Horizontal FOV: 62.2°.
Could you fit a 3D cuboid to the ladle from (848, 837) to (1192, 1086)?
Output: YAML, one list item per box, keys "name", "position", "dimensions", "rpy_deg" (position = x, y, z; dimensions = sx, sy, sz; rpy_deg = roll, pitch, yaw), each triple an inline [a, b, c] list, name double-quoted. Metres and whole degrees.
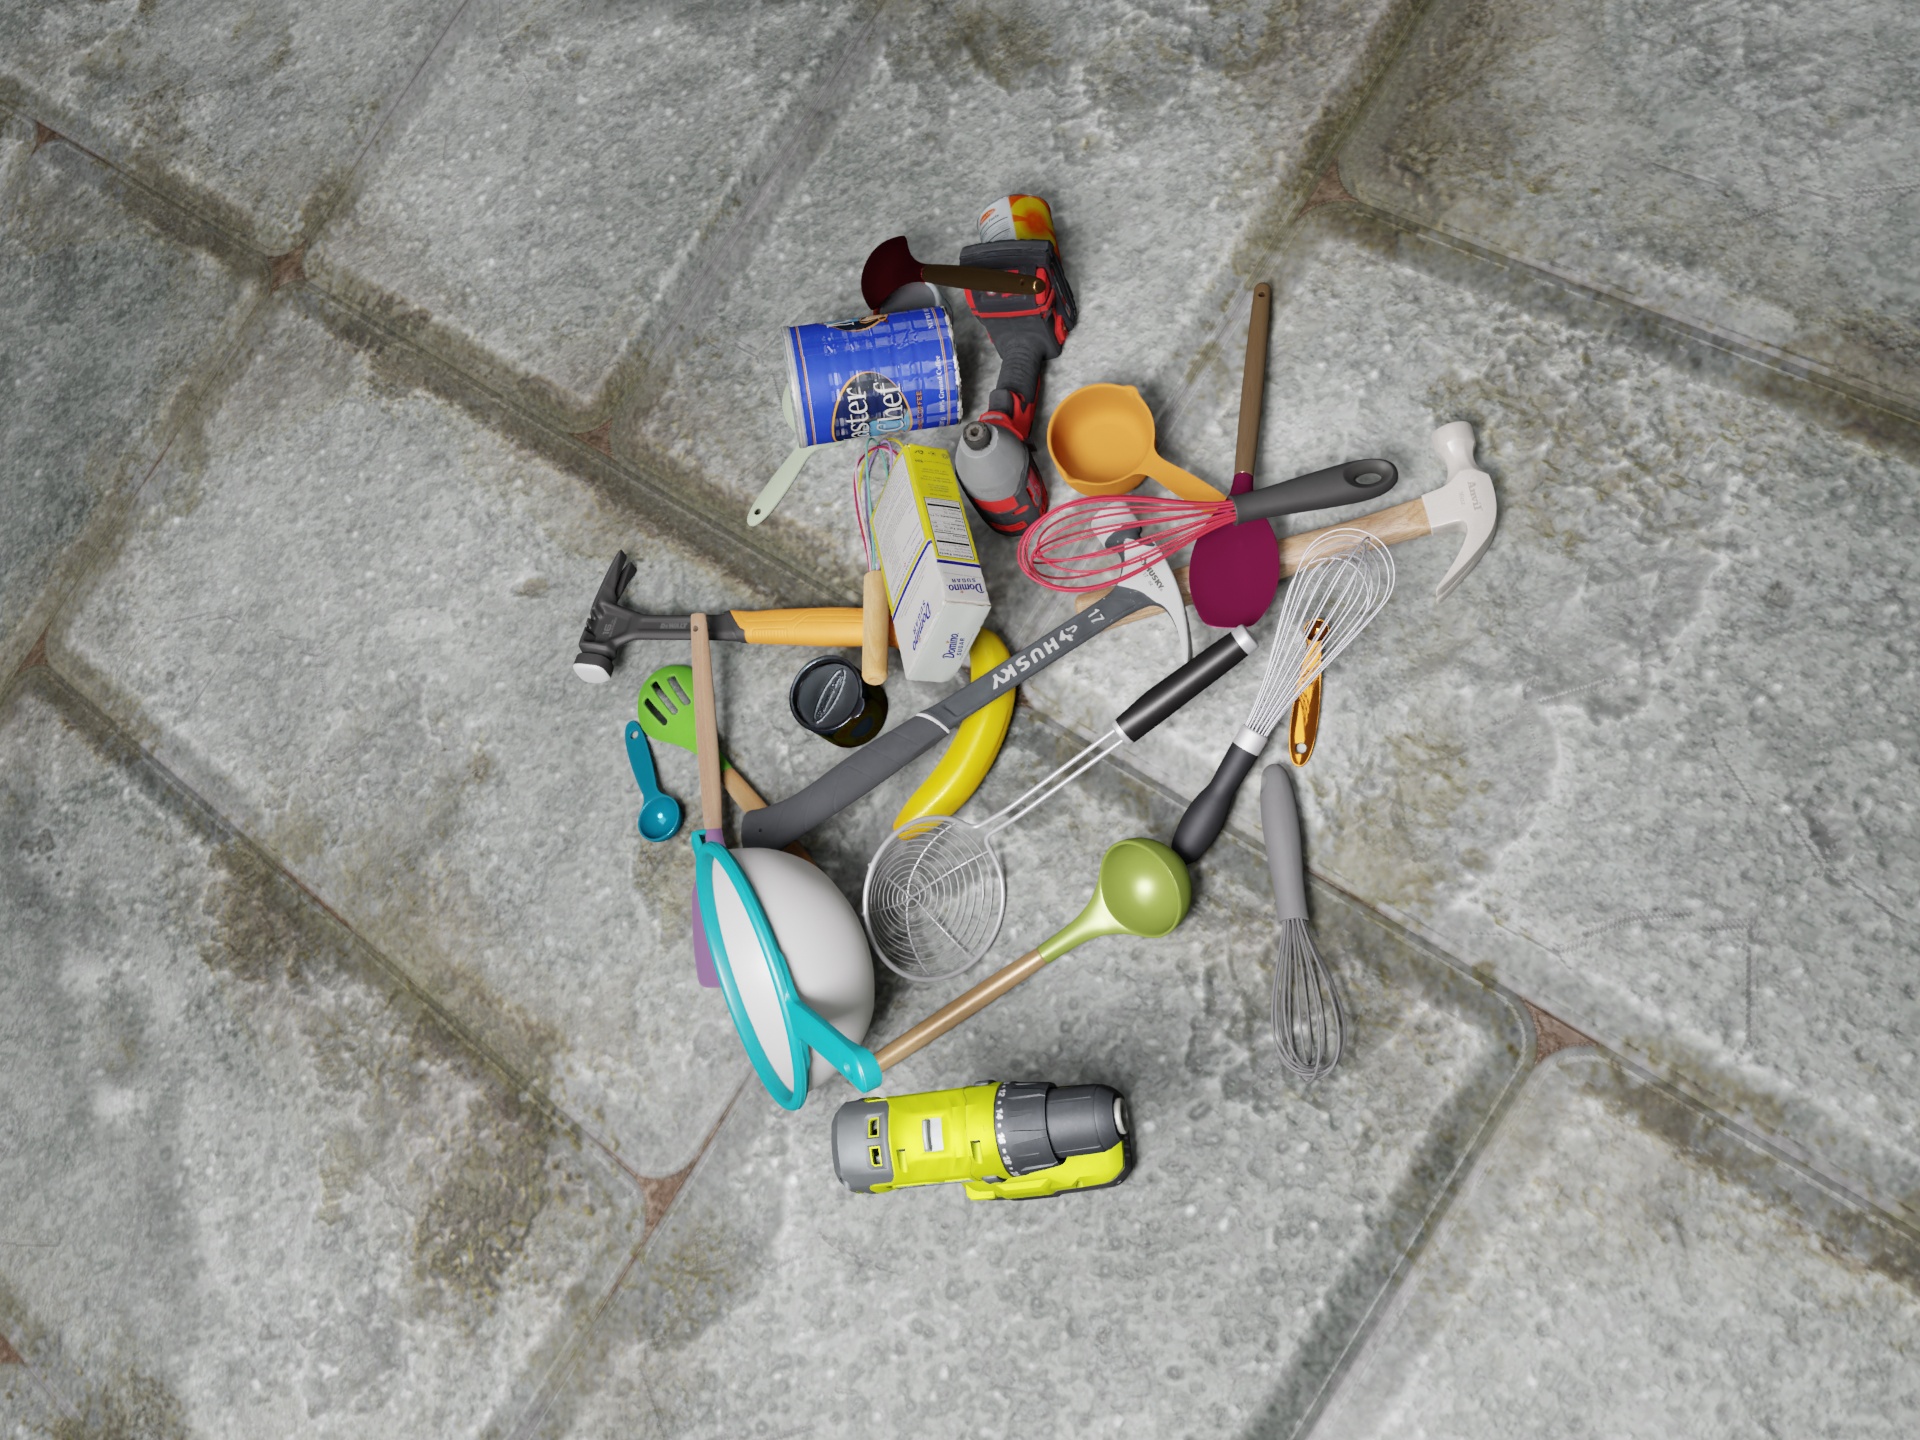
- name: "ladle"
  position: [0.039, 0.195, 1.217]
  dimensions: [0.320, 0.062, 0.078]
  rpy_deg: [-35, 77, 11]

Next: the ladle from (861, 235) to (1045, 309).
- name: "ladle"
  position: [-0.014, -0.360, 1.292]
  dimensions: [0.316, 0.031, 0.069]
  rpy_deg: [32, 101, 58]

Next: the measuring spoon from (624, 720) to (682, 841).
- name: "measuring spoon"
  position: [-0.271, 0.054, 1.401]
  dimensions: [0.042, 0.021, 0.129]
  rpy_deg: [-31, 57, 11]

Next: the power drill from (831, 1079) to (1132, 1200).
- name: "power drill"
  position: [0.041, 0.285, 1.092]
  dimensions: [0.190, 0.228, 0.080]
  rpy_deg: [-11, 71, 17]

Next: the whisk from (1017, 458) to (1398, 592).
- name: "whisk"
  position: [0.187, -0.153, 1.202]
  dimensions: [0.296, 0.073, 0.073]
  rpy_deg: [-14, 69, -1]

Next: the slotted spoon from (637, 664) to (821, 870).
- name: "slotted spoon"
  position: [-0.184, 0.062, 1.357]
  dimensions: [0.070, 0.031, 0.314]
  rpy_deg: [-43, 66, 0]

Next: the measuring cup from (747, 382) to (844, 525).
- name: "measuring cup"
  position: [-0.149, -0.250, 1.427]
  dimensions: [0.083, 0.038, 0.167]
  rpy_deg: [31, 85, 26]

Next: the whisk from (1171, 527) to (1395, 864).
- name: "whisk"
  position: [0.234, -0.013, 1.186]
  dimensions: [0.070, 0.070, 0.284]
  rpy_deg: [33, 102, 26]

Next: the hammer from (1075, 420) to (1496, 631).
- name: "hammer"
  position: [0.250, -0.124, 1.243]
  dimensions: [0.331, 0.031, 0.130]
  rpy_deg: [-16, 69, 16]

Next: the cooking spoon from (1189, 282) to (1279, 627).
- name: "cooking spoon"
  position: [0.227, -0.215, 1.262]
  dimensions: [0.069, 0.017, 0.319]
  rpy_deg: [3, 67, 16]

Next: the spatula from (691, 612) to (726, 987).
- name: "spatula"
  position: [-0.208, 0.066, 1.340]
  dimensions: [0.060, 0.018, 0.316]
  rpy_deg: [-7, 85, 18]

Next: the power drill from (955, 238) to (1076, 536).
- name: "power drill"
  position: [0.038, -0.276, 1.309]
  dimensions: [0.078, 0.143, 0.220]
  rpy_deg: [1, 73, 18]

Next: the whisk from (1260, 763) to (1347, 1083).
- name: "whisk"
  position: [0.243, 0.144, 1.160]
  dimensions: [0.055, 0.055, 0.239]
  rpy_deg: [-11, 67, 18]

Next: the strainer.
- name: "strainer"
  position: [-0.096, 0.189, 1.153]
  dimensions: [0.095, 0.340, 0.211]
  rpy_deg: [-17, 104, -22]

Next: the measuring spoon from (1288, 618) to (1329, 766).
- name: "measuring spoon"
  position: [0.267, -0.021, 1.220]
  dimensions: [0.021, 0.011, 0.117]
  rpy_deg: [6, 80, 21]

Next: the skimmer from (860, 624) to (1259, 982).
- name: "skimmer"
  position: [0.079, 0.059, 1.196]
  dimensions: [0.363, 0.127, 0.090]
  rpy_deg: [-38, 23, 15]

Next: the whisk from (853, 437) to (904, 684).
- name: "whisk"
  position: [-0.068, -0.141, 1.341]
  dimensions: [0.047, 0.051, 0.245]
  rpy_deg: [-4, 61, 7]

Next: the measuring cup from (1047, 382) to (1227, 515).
- name: "measuring cup"
  position: [0.152, -0.204, 1.297]
  dimensions: [0.174, 0.052, 0.095]
  rpy_deg: [34, 87, 14]

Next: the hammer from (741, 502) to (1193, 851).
- name: "hammer"
  position: [-0.002, -0.004, 1.260]
  dimensions: [0.409, 0.036, 0.149]
  rpy_deg: [-33, 69, 6]

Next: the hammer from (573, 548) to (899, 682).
- name: "hammer"
  position: [-0.170, -0.087, 1.383]
  dimensions: [0.337, 0.034, 0.127]
  rpy_deg: [2, 61, 18]
